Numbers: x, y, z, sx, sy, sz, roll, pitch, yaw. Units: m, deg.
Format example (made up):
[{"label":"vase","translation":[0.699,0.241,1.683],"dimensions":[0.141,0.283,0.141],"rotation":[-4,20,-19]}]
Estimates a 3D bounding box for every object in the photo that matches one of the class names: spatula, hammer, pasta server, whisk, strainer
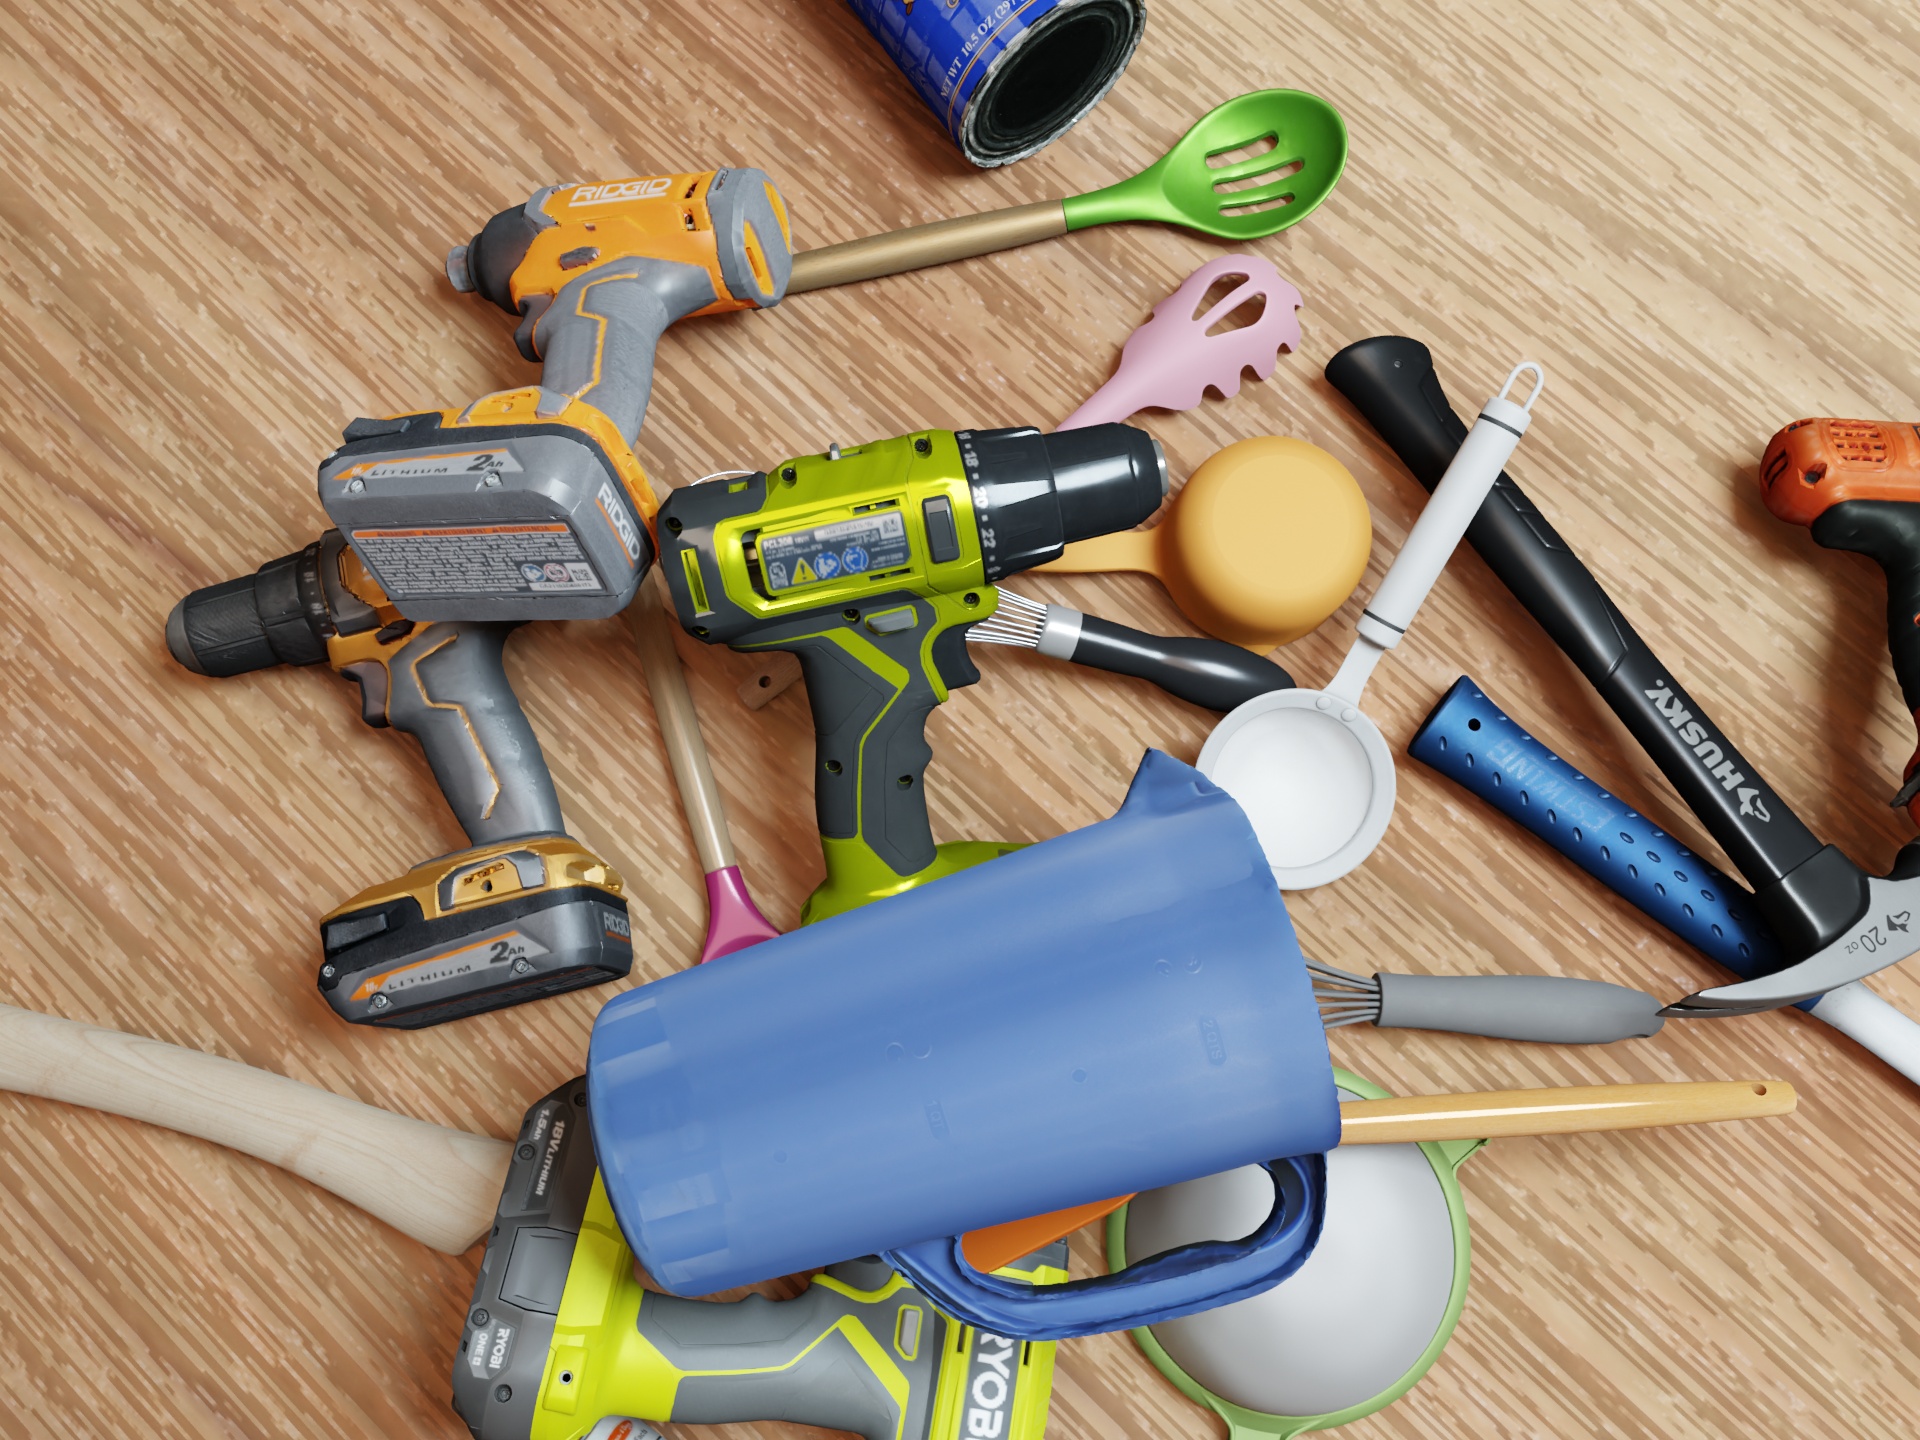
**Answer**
[{"label":"spatula","translation":[0.157,0.159,0.614],"dimensions":[0.322,0.041,0.081],"rotation":[-3,43,-1]},{"label":"hammer","translation":[0.262,-0.032,0.664],"dimensions":[0.146,0.035,0.335],"rotation":[-29,72,-16]},{"label":"pasta server","translation":[0.027,-0.107,0.722],"dimensions":[0.316,0.040,0.060],"rotation":[-39,80,1]},{"label":"hammer","translation":[0.361,0.121,0.655],"dimensions":[0.405,0.035,0.144],"rotation":[36,85,9]},{"label":"hammer","translation":[-0.383,0.144,0.703],"dimensions":[0.410,0.038,0.146],"rotation":[13,80,6]},{"label":"whisk","translation":[0.011,-0.047,0.683],"dimensions":[0.284,0.070,0.070],"rotation":[14,82,-7]},{"label":"strainer","translation":[0.125,0.264,0.630],"dimensions":[0.151,0.069,0.256],"rotation":[10,80,5]},{"label":"whisk","translation":[0.175,0.119,0.666],"dimensions":[0.239,0.055,0.055],"rotation":[3,81,0]},{"label":"strainer","translation":[0.171,-0.031,0.663],"dimensions":[0.087,0.050,0.258],"rotation":[27,103,-6]}]

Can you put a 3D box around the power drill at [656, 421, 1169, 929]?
[{"label":"power drill","translation":[-0.001,-0.002,0.629],"dimensions":[0.190,0.080,0.228],"rotation":[-12,108,-2]}]

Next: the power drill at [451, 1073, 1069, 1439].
[{"label":"power drill","translation":[-0.070,0.223,0.630],"dimensions":[0.223,0.080,0.171],"rotation":[13,63,-5]}]

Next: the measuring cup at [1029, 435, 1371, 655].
[{"label":"measuring cup","translation":[0.092,-0.080,0.688],"dimensions":[0.173,0.052,0.095],"rotation":[0,81,-4]}]

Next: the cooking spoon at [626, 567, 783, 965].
[{"label":"cooking spoon","translation":[-0.114,0.042,0.709],"dimensions":[0.069,0.017,0.319],"rotation":[-17,80,-3]}]

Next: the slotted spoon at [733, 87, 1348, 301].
[{"label":"slotted spoon","translation":[0.023,-0.232,0.742],"dimensions":[0.314,0.031,0.070],"rotation":[-11,80,4]}]

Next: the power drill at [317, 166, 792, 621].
[{"label":"power drill","translation":[-0.176,-0.148,0.672],"dimensions":[0.164,0.084,0.227],"rotation":[0,51,18]}]

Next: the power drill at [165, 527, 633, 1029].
[{"label":"power drill","translation":[-0.245,0.017,0.693],"dimensions":[0.185,0.084,0.226],"rotation":[-14,75,1]}]
